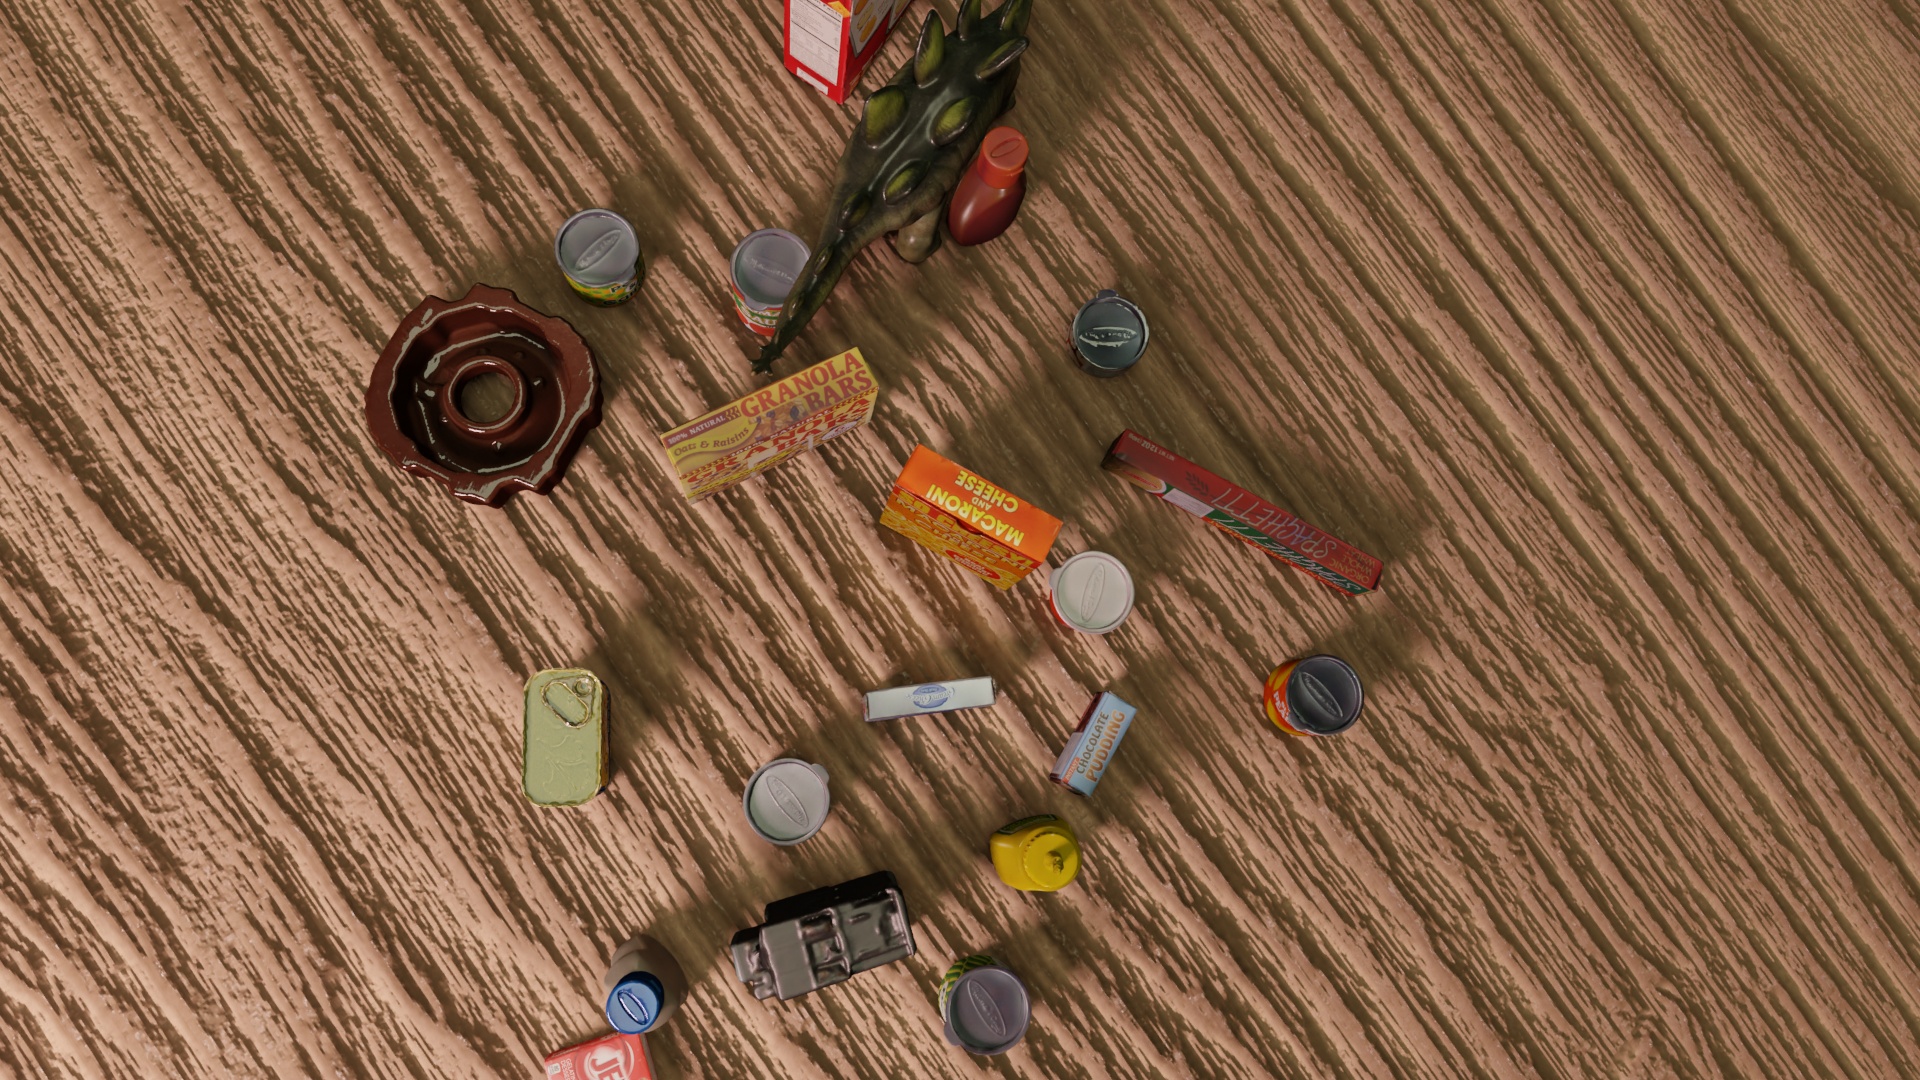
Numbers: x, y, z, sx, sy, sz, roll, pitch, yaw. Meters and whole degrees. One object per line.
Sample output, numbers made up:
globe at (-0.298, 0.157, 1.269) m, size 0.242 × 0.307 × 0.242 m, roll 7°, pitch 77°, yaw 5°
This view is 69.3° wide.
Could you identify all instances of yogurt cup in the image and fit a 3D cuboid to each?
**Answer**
yogurt cup at (0.105, 0.045, 1.142) m, size 0.072 × 0.054 × 0.072 m, roll 1°, pitch 81°, yaw -7°

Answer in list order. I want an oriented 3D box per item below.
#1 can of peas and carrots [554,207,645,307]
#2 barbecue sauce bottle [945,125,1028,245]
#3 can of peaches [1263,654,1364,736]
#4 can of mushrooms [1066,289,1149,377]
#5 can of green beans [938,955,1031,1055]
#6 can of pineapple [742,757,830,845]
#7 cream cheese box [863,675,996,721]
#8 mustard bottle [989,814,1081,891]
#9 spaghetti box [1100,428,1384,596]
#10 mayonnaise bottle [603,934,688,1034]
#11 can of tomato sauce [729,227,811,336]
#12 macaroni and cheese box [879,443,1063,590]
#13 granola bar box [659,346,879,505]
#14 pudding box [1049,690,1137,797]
can of peas and carrots at (-0.291, -0.228, 1.133) m, size 0.071 × 0.058 × 0.071 m, roll 1°, pitch 81°, yaw -7°
barbecue sauce bottle at (0.027, -0.290, 1.137) m, size 0.065 × 0.148 × 0.043 m, roll -31°, pitch 86°, yaw -10°
can of peaches at (0.289, 0.130, 1.150) m, size 0.071 × 0.058 × 0.071 m, roll 1°, pitch 81°, yaw -7°
can of mushrooms at (0.126, -0.177, 1.190) m, size 0.071 × 0.033 × 0.071 m, roll 1°, pitch 81°, yaw -7°
can of green beans at (0.018, 0.360, 1.080) m, size 0.071 × 0.057 × 0.071 m, roll 1°, pitch 81°, yaw -7°
can of pineapple at (-0.134, 0.202, 1.086) m, size 0.071 × 0.057 × 0.071 m, roll 1°, pitch 81°, yaw -7°
cream cheese box at (-0.026, 0.127, 1.113) m, size 0.104 × 0.053 × 0.024 m, roll -6°, pitch 82°, yaw -8°
mustard bottle at (0.062, 0.237, 1.053) m, size 0.065 × 0.160 × 0.049 m, roll -16°, pitch 84°, yaw -9°
spaghetti box at (0.237, -0.021, 1.172) m, size 0.250 × 0.050 × 0.029 m, roll 27°, pitch 79°, yaw -2°
mayonnaise bottle at (-0.230, 0.325, 1.008) m, size 0.041 × 0.148 × 0.065 m, roll -40°, pitch 88°, yaw -11°
can of tomato sauce at (-0.154, -0.207, 1.135) m, size 0.071 × 0.083 × 0.071 m, roll 1°, pitch 81°, yaw -7°
macaroni and cheese box at (0.004, -0.014, 1.082) m, size 0.124 × 0.166 × 0.040 m, roll 28°, pitch 79°, yaw -2°
granola bar box at (-0.150, -0.089, 1.096) m, size 0.166 × 0.124 × 0.039 m, roll -26°, pitch 86°, yaw -10°
pudding box at (0.107, 0.164, 1.126) m, size 0.030 × 0.049 × 0.084 m, roll 31°, pitch 79°, yaw -2°
